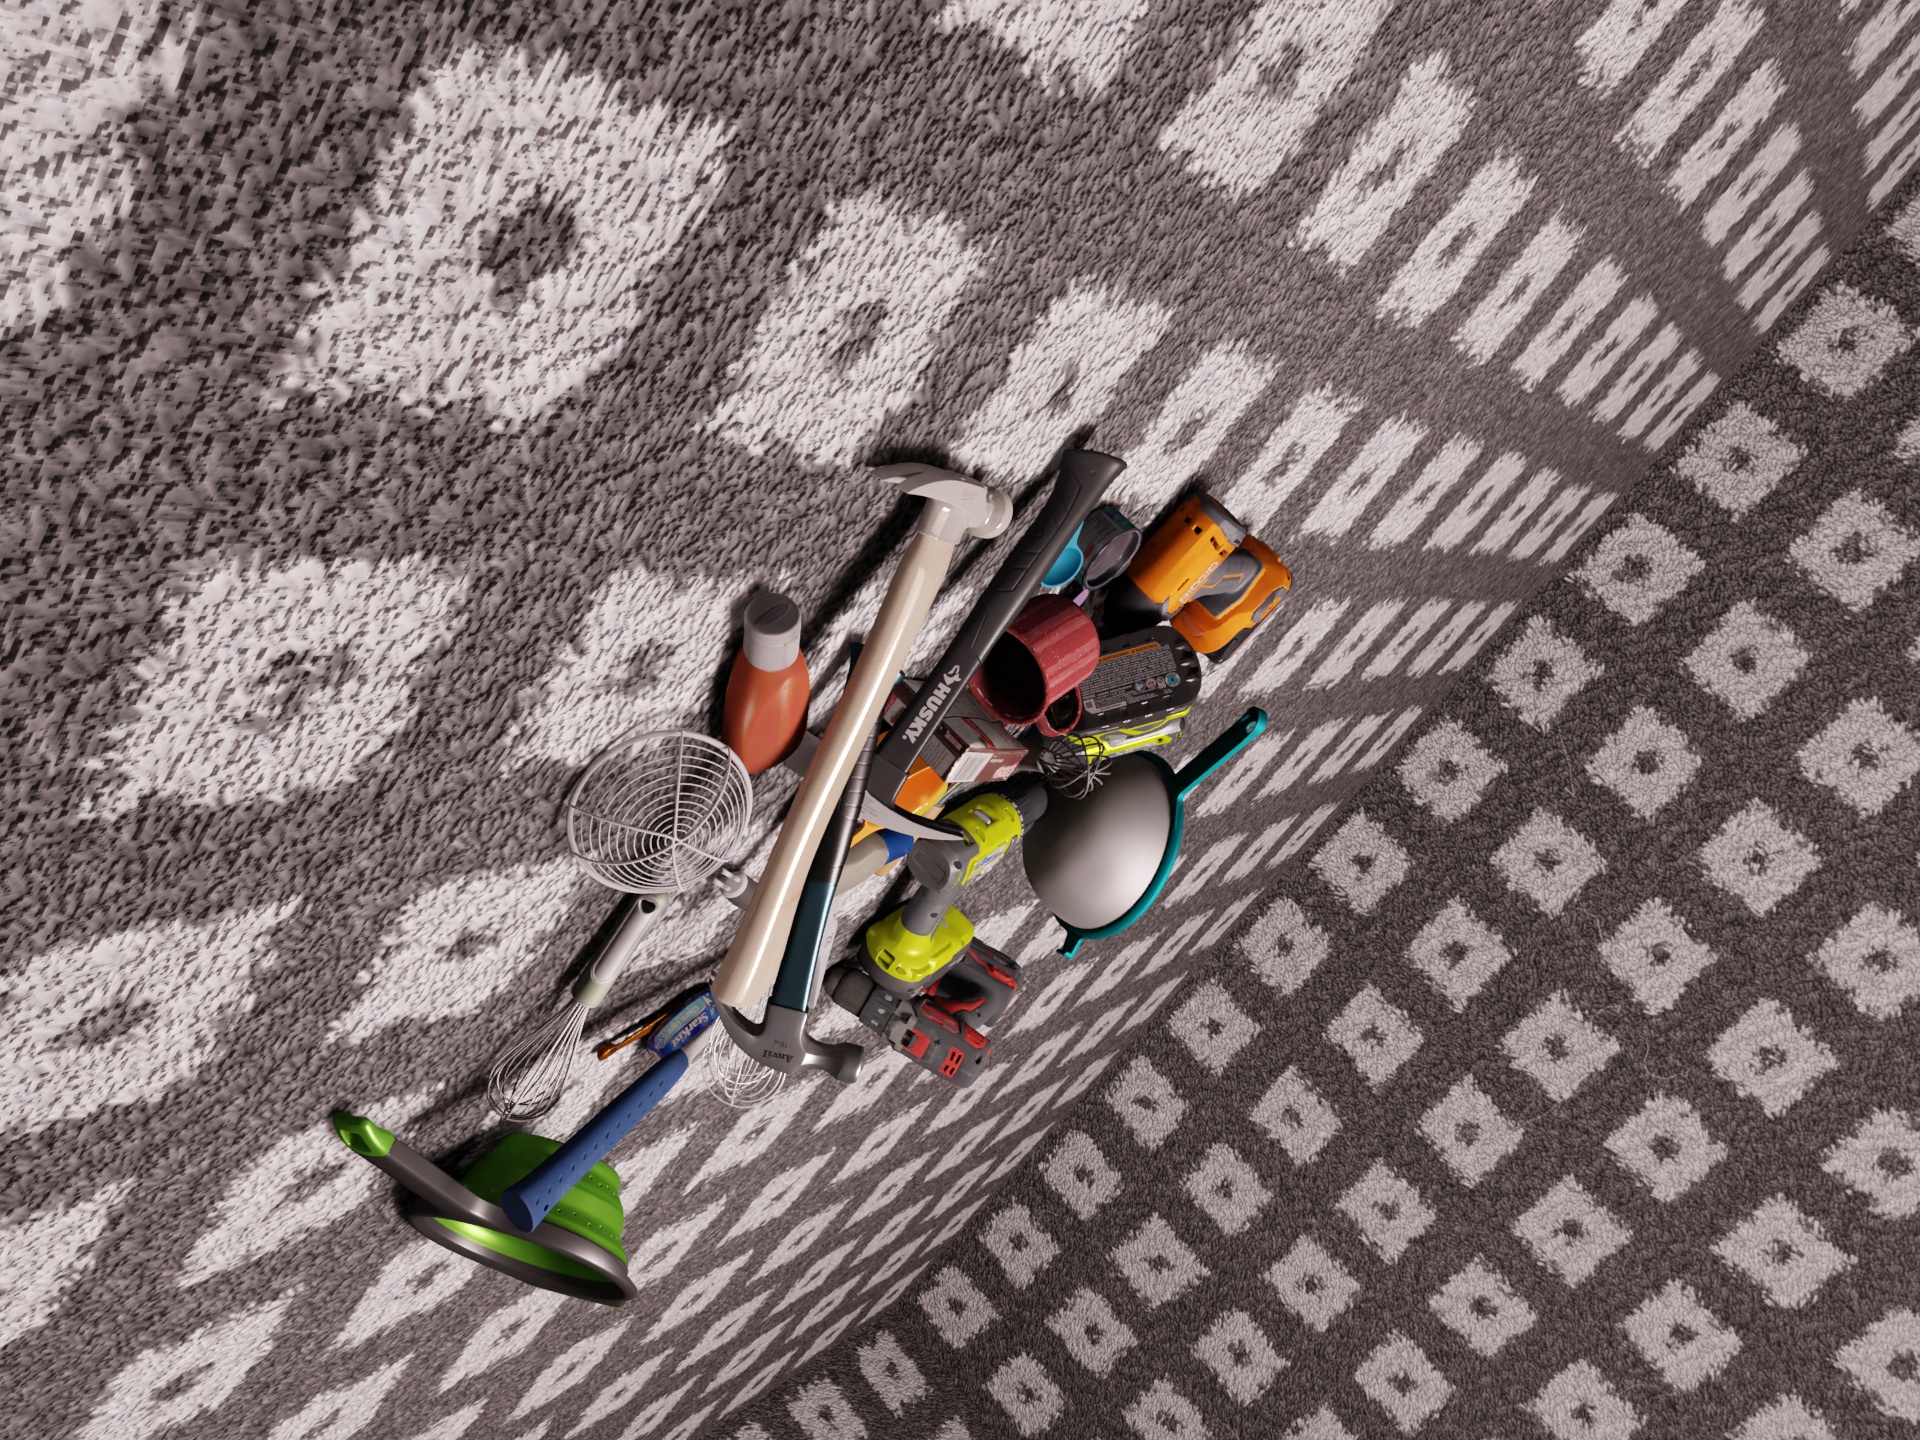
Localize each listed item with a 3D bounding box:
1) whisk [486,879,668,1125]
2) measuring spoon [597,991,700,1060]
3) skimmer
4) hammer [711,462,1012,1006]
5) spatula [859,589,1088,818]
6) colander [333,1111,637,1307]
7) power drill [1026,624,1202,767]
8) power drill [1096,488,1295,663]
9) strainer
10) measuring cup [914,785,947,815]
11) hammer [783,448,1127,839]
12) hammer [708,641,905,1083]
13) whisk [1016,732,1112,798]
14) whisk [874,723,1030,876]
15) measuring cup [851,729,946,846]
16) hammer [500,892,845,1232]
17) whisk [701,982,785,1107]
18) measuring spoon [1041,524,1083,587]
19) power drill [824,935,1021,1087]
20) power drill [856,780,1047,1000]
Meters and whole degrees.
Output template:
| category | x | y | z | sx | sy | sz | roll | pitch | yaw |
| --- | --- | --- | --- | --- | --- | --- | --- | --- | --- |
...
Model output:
| category | x | y | z | sx | sy | sz | roll | pitch | yaw |
| --- | --- | --- | --- | --- | --- | --- | --- | --- | --- |
| whisk | -0.296 | 0.221 | 1.234 | 0.246 | 0.057 | 0.059 | -55 | -168 | 15 |
| measuring spoon | -0.277 | 0.268 | 1.412 | 0.117 | 0.011 | 0.021 | -30 | 161 | -42 |
| skimmer | -0.196 | 0.092 | 1.195 | 0.127 | 0.090 | 0.363 | -34 | 169 | -6 |
| hammer | -0.088 | 0.018 | 1.100 | 0.146 | 0.038 | 0.410 | 1 | 116 | -62 |
| spatula | -0.002 | -0.004 | 1.387 | 0.316 | 0.018 | 0.059 | -43 | 172 | -4 |
| colander | -0.376 | 0.368 | 1.292 | 0.396 | 0.204 | 0.095 | 68 | 34 | -52 |
| power drill | 0.136 | -0.008 | 1.489 | 0.171 | 0.080 | 0.223 | -15 | 166 | -4 |
| power drill | 0.217 | -0.120 | 1.494 | 0.164 | 0.084 | 0.226 | -47 | 156 | 14 |
| strainer | 0.167 | 0.079 | 1.630 | 0.095 | 0.211 | 0.340 | 24 | 130 | -29 |
| measuring cup | -0.007 | 0.037 | 1.401 | 0.156 | 0.029 | 0.062 | -45 | 171 | 32 |
| hammer | 0.019 | -0.062 | 1.199 | 0.335 | 0.146 | 0.035 | -55 | -171 | 6 |
| hammer | -0.100 | 0.105 | 1.187 | 0.033 | 0.128 | 0.331 | -114 | -142 | -79 |
| whisk | 0.076 | 0.033 | 1.396 | 0.055 | 0.055 | 0.239 | -40 | -168 | -10 |
| whisk | -0.008 | 0.060 | 1.468 | 0.245 | 0.051 | 0.047 | -51 | 164 | 25 |
| measuring cup | -0.088 | 0.070 | 1.329 | 0.173 | 0.052 | 0.095 | -37 | 161 | 10 |
| hammer | -0.228 | 0.284 | 1.341 | 0.405 | 0.035 | 0.144 | -40 | 151 | -48 |
| whisk | -0.146 | 0.180 | 1.297 | 0.070 | 0.070 | 0.284 | 10 | 97 | -65 |
| measuring spoon | 0.085 | -0.162 | 1.258 | 0.042 | 0.021 | 0.128 | -12 | 136 | -28 |
| power drill | -0.037 | 0.298 | 1.734 | 0.080 | 0.188 | 0.227 | -63 | 172 | 17 |
| power drill | -0.004 | 0.165 | 1.628 | 0.190 | 0.080 | 0.228 | -29 | 153 | -49 |
